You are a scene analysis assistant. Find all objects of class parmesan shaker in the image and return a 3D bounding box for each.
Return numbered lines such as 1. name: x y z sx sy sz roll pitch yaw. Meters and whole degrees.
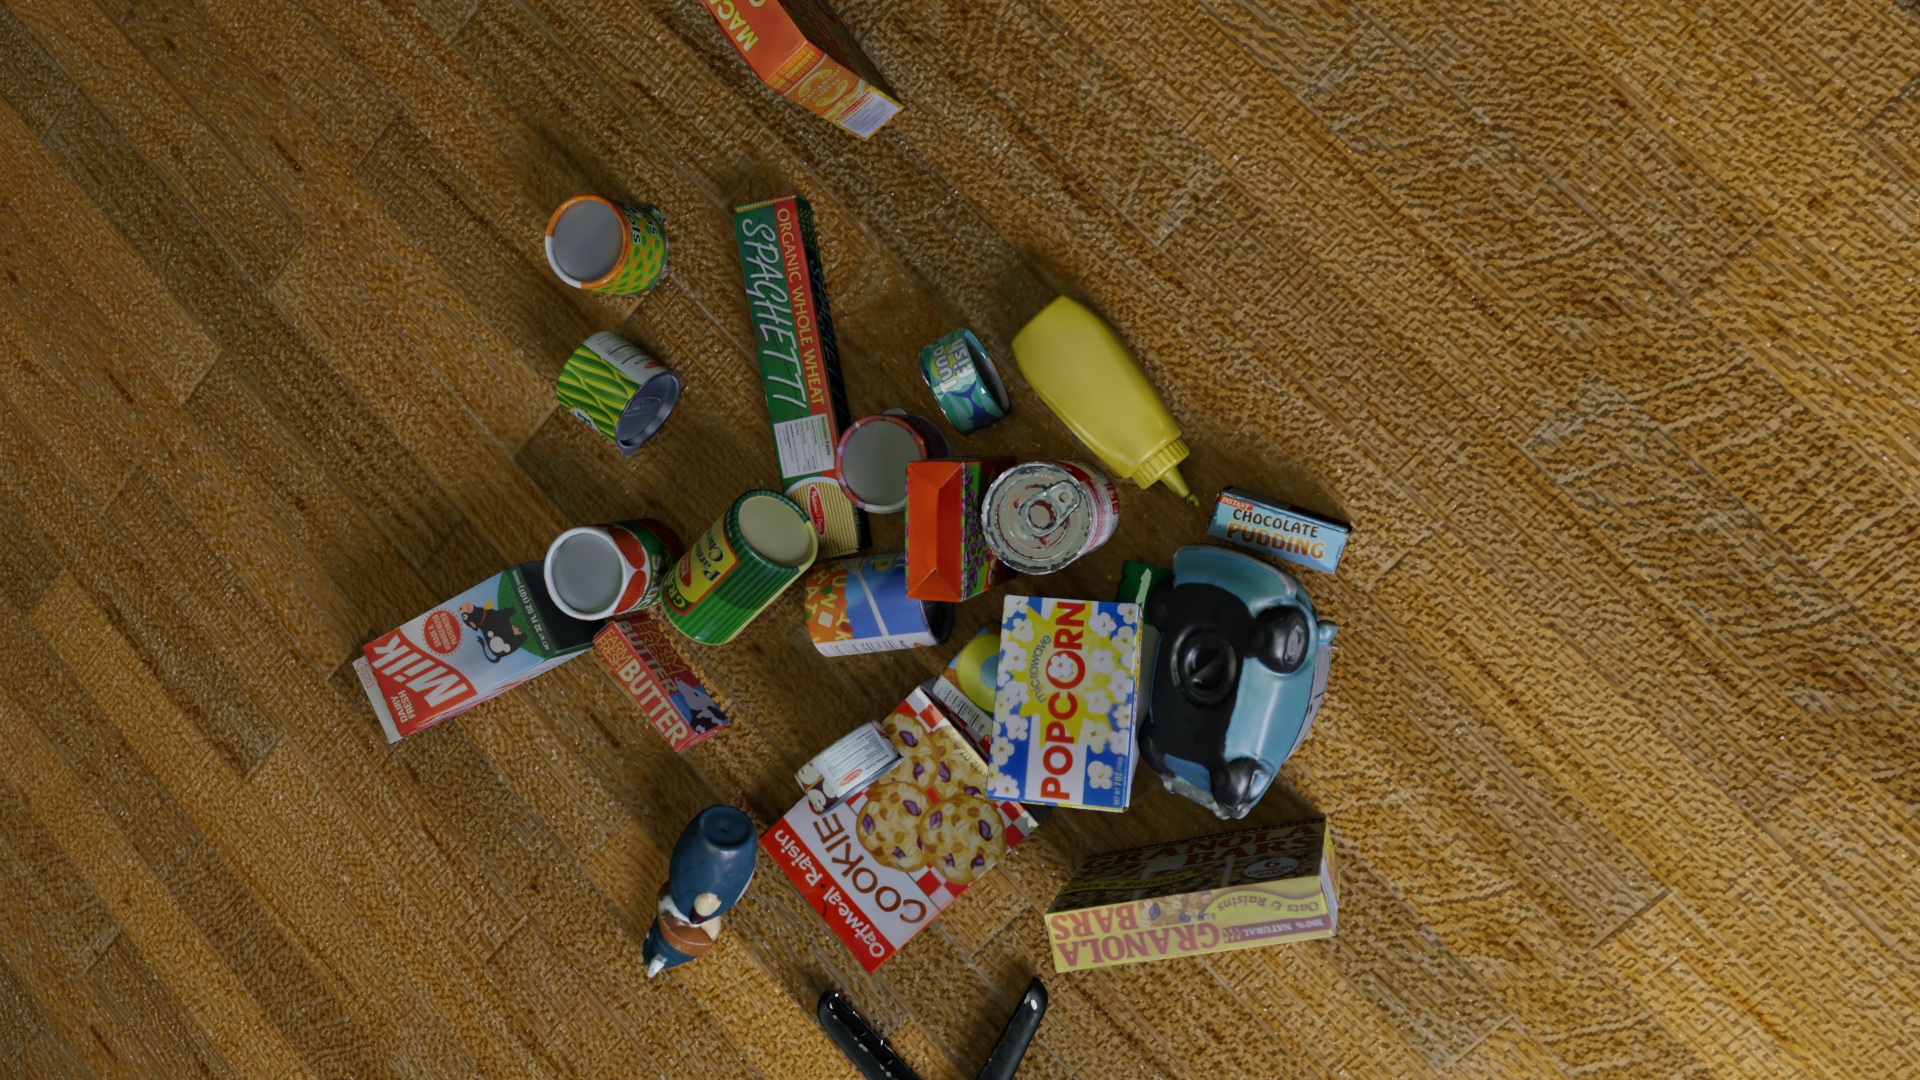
1. parmesan shaker: -0.151 0.016 0.946 0.102 0.071 0.071 -41 82 38

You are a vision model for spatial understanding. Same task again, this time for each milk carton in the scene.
1. milk carton: -0.365 0.083 1.026 0.190 0.073 0.072 -27 86 17

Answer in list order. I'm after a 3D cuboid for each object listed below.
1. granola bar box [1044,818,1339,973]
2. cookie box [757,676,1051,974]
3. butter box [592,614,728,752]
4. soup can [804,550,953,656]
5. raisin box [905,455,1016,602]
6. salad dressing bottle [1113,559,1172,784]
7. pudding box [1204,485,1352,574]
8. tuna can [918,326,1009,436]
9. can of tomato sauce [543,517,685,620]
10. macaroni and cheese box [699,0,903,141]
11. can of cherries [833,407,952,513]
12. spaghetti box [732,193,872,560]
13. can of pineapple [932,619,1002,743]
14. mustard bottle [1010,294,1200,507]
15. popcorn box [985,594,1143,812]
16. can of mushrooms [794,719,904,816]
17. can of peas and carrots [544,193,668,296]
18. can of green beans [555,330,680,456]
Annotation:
1. granola bar box: 0.146 0.217 0.858 0.165 0.124 0.039 -13 90 17
2. cookie box: -0.041 0.196 0.955 0.167 0.040 0.123 -44 81 15
3. butter box: -0.214 0.101 0.993 0.024 0.053 0.103 -41 82 13
4. soup can: -0.055 0.039 0.936 0.084 0.071 0.071 -8 92 17
5. raisin box: 0.003 -0.011 0.885 0.040 0.123 0.086 1 95 17
6. salad dressing bottle: 0.105 0.087 0.897 0.044 0.064 0.147 15 89 -4
7. pudding box: 0.199 -0.008 0.866 0.084 0.050 0.030 19 101 14
8. tuna can: 0.002 -0.105 0.907 0.033 0.071 0.071 -27 86 15
9. can of tomato sauce: -0.241 0.020 0.980 0.071 0.083 0.071 1 94 17
10. macaroni and cheese box: -0.111 -0.325 0.875 0.040 0.167 0.124 -38 83 17
11. can of cherries: -0.046 -0.054 0.931 0.071 0.058 0.071 1 95 16
12. spaghetti box: -0.109 -0.111 0.961 0.050 0.029 0.250 -10 91 17
13. can of pineapple: 0.025 0.093 0.917 0.058 0.071 0.071 41 104 10
14. mustard bottle: 0.100 -0.082 0.891 0.065 0.049 0.160 -39 83 16
15. popcorn box: 0.065 0.099 0.853 0.085 0.038 0.127 3 79 13
16. can of mushrooms: -0.073 0.149 0.908 0.071 0.071 0.033 -39 81 15
17. can of peas and carrots: -0.247 -0.209 0.979 0.071 0.059 0.071 1 95 16
18. can of green beans: -0.242 -0.106 0.981 0.058 0.071 0.071 35 103 12
